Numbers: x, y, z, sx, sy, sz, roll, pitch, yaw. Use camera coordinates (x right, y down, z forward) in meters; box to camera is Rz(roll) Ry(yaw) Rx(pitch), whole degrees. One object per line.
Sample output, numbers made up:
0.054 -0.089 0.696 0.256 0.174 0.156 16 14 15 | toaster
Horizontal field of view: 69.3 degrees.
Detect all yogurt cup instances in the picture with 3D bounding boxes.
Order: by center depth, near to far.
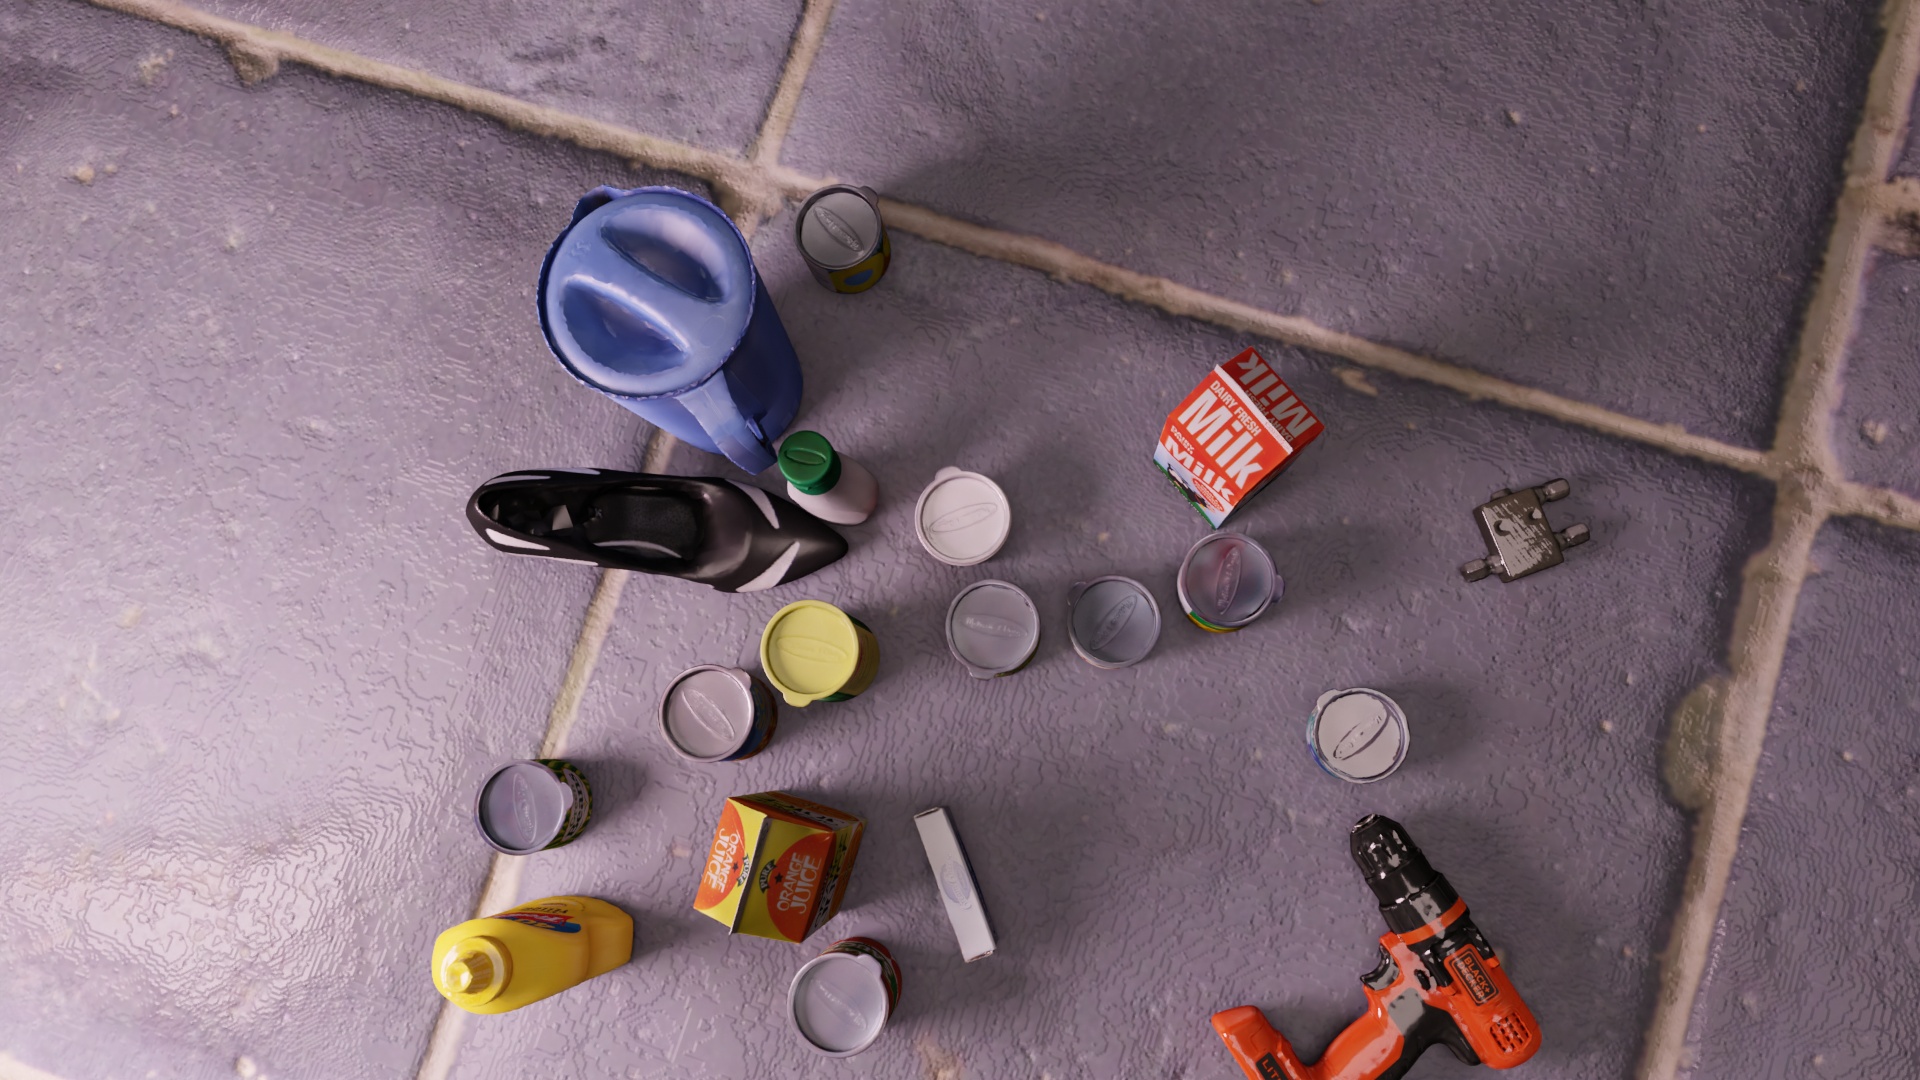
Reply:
0.004 -0.013 0.999 0.072 0.054 0.072 -1 81 4 | yogurt cup

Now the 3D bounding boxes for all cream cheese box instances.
-0.002 0.235 0.961 0.024 0.053 0.104 -21 80 1 | cream cheese box

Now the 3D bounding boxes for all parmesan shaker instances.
-0.097 0.082 0.967 0.071 0.103 0.071 -1 81 4 | parmesan shaker

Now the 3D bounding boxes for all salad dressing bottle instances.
-0.094 -0.043 0.964 0.064 0.147 0.044 12 83 6 | salad dressing bottle

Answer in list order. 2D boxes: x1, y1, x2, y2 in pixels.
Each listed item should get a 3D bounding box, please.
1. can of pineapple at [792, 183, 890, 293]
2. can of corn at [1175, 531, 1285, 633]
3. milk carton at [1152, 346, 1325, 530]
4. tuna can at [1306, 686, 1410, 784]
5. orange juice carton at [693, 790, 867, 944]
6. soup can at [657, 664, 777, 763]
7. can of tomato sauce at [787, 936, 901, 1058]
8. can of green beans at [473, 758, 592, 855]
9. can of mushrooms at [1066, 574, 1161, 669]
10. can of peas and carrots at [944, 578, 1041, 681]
-0.086 -0.225 1.037 0.071 0.058 0.071 -1 81 4 | can of pineapple
0.188 0.031 0.977 0.071 0.058 0.071 -1 81 4 | can of corn
0.183 -0.068 0.926 0.073 0.190 0.072 -40 81 -2 | milk carton
0.274 0.134 0.967 0.071 0.033 0.071 -1 81 4 | tuna can
-0.117 0.209 0.902 0.073 0.192 0.072 16 83 6 | orange juice carton
-0.166 0.121 0.975 0.071 0.083 0.071 -1 81 4 | soup can
-0.076 0.305 0.940 0.071 0.083 0.071 -1 81 4 | can of tomato sauce
-0.302 0.188 0.987 0.071 0.057 0.071 -1 81 4 | can of green beans
0.107 0.057 0.991 0.071 0.033 0.071 -1 81 4 | can of mushrooms
0.024 0.065 0.983 0.071 0.058 0.071 -1 81 4 | can of peas and carrots
